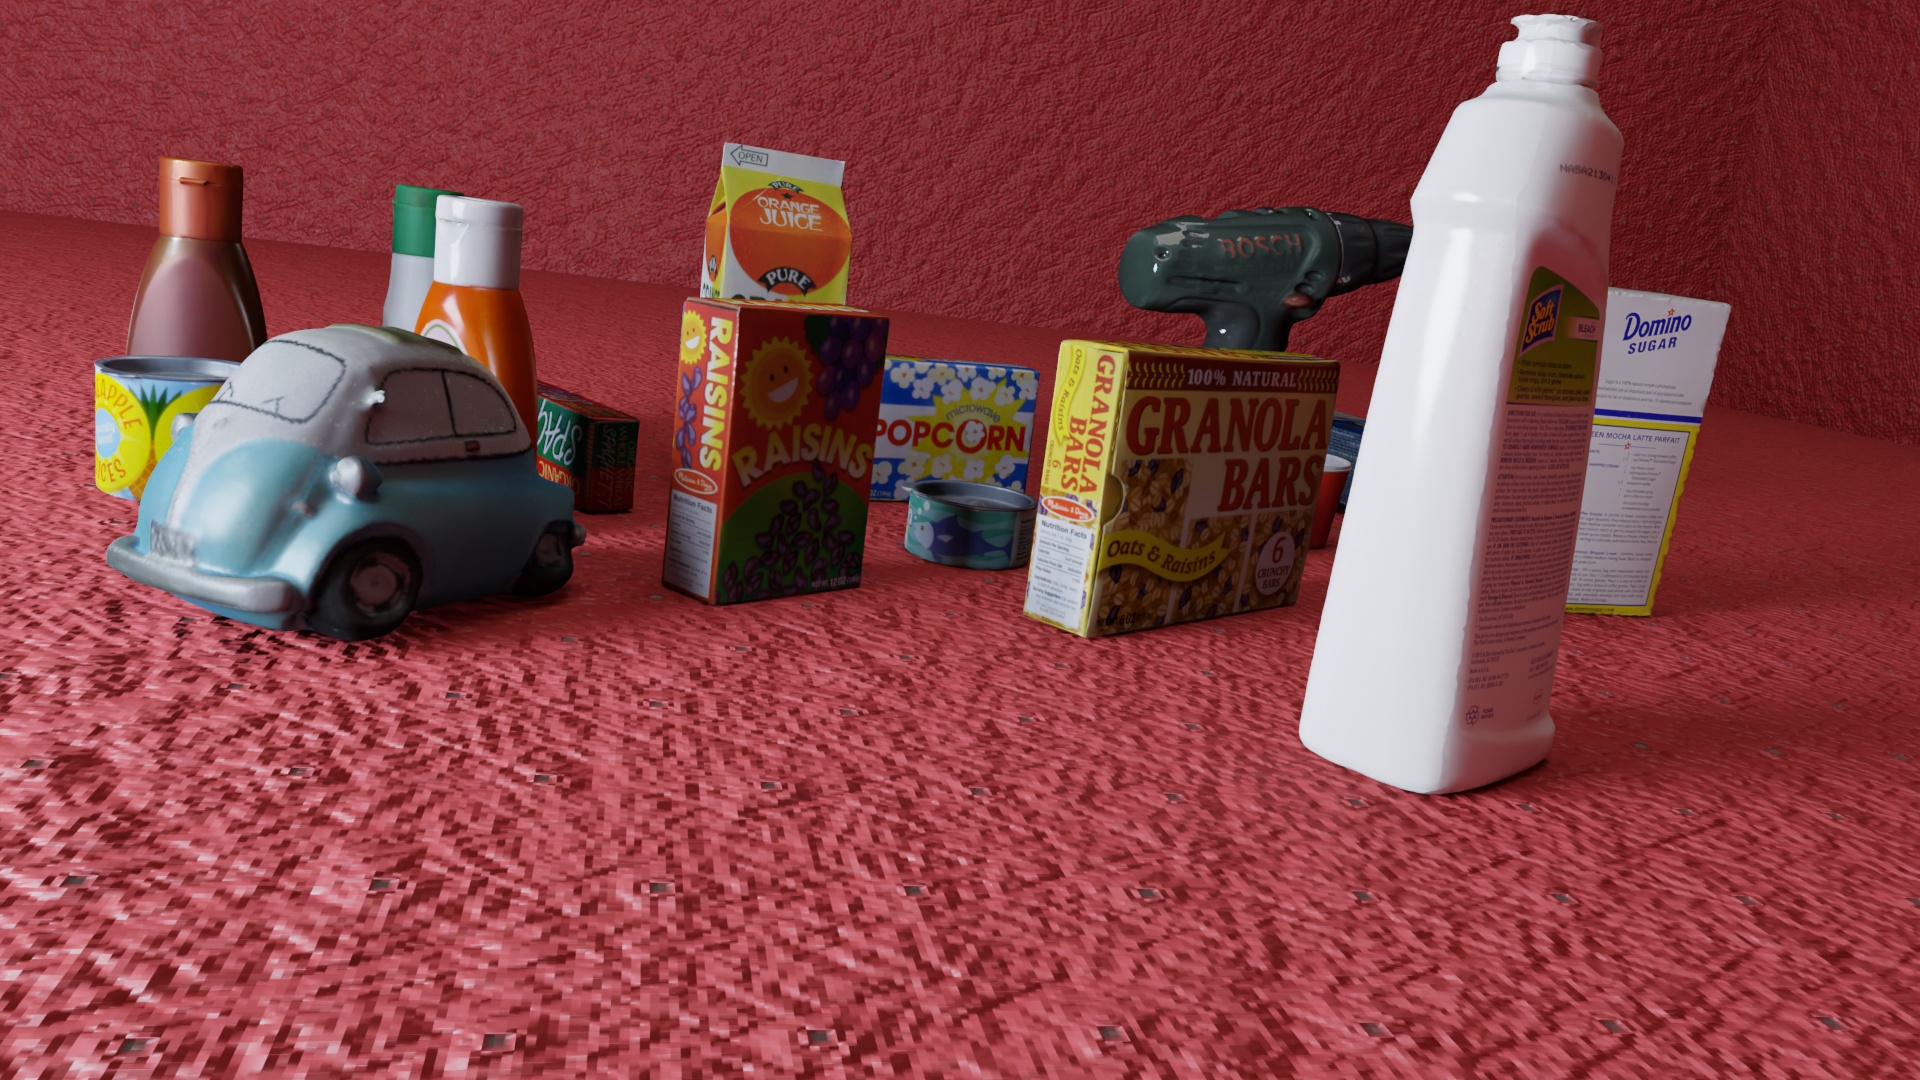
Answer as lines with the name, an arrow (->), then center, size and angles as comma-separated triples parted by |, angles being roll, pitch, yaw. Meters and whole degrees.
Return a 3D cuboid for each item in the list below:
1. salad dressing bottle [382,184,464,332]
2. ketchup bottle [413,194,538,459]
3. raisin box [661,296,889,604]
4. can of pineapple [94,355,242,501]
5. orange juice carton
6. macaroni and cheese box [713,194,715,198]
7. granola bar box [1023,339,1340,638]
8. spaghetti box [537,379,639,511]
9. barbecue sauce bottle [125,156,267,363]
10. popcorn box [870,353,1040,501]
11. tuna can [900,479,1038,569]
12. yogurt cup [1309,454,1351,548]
salad dressing bottle -> -0.305, -0.125, 0.790 | 0.044, 0.147, 0.064 | 2, 13, -25
ketchup bottle -> -0.221, -0.079, 0.630 | 0.065, 0.148, 0.044 | 12, 13, 22
raisin box -> -0.079, -0.040, 0.596 | 0.040, 0.123, 0.086 | 18, 16, 41
can of pineapple -> -0.360, -0.052, 0.636 | 0.071, 0.057, 0.071 | 7, 12, -1
orange juice carton -> -0.109, -0.125, 0.796 | 0.072, 0.192, 0.073 | 3, 13, -20
macaroni and cheese box -> -0.145, -0.141, 0.908 | 0.040, 0.166, 0.124 | 6, 12, -4
granola bar box -> 0.107, -0.026, 0.640 | 0.166, 0.124, 0.039 | -5, 17, -44
spaghetti box -> -0.251, -0.068, 0.787 | 0.029, 0.050, 0.250 | -3, 16, -40
barbecue sauce bottle -> -0.382, -0.115, 0.698 | 0.065, 0.148, 0.044 | 4, 13, -17
popcorn box -> -0.018, -0.067, 0.840 | 0.127, 0.085, 0.038 | 1, 14, -27
tuna can -> 0.003, -0.009, 0.712 | 0.071, 0.032, 0.071 | 7, 13, -1
yogurt cup -> 0.203, -0.027, 0.858 | 0.072, 0.053, 0.072 | 7, 12, -1
